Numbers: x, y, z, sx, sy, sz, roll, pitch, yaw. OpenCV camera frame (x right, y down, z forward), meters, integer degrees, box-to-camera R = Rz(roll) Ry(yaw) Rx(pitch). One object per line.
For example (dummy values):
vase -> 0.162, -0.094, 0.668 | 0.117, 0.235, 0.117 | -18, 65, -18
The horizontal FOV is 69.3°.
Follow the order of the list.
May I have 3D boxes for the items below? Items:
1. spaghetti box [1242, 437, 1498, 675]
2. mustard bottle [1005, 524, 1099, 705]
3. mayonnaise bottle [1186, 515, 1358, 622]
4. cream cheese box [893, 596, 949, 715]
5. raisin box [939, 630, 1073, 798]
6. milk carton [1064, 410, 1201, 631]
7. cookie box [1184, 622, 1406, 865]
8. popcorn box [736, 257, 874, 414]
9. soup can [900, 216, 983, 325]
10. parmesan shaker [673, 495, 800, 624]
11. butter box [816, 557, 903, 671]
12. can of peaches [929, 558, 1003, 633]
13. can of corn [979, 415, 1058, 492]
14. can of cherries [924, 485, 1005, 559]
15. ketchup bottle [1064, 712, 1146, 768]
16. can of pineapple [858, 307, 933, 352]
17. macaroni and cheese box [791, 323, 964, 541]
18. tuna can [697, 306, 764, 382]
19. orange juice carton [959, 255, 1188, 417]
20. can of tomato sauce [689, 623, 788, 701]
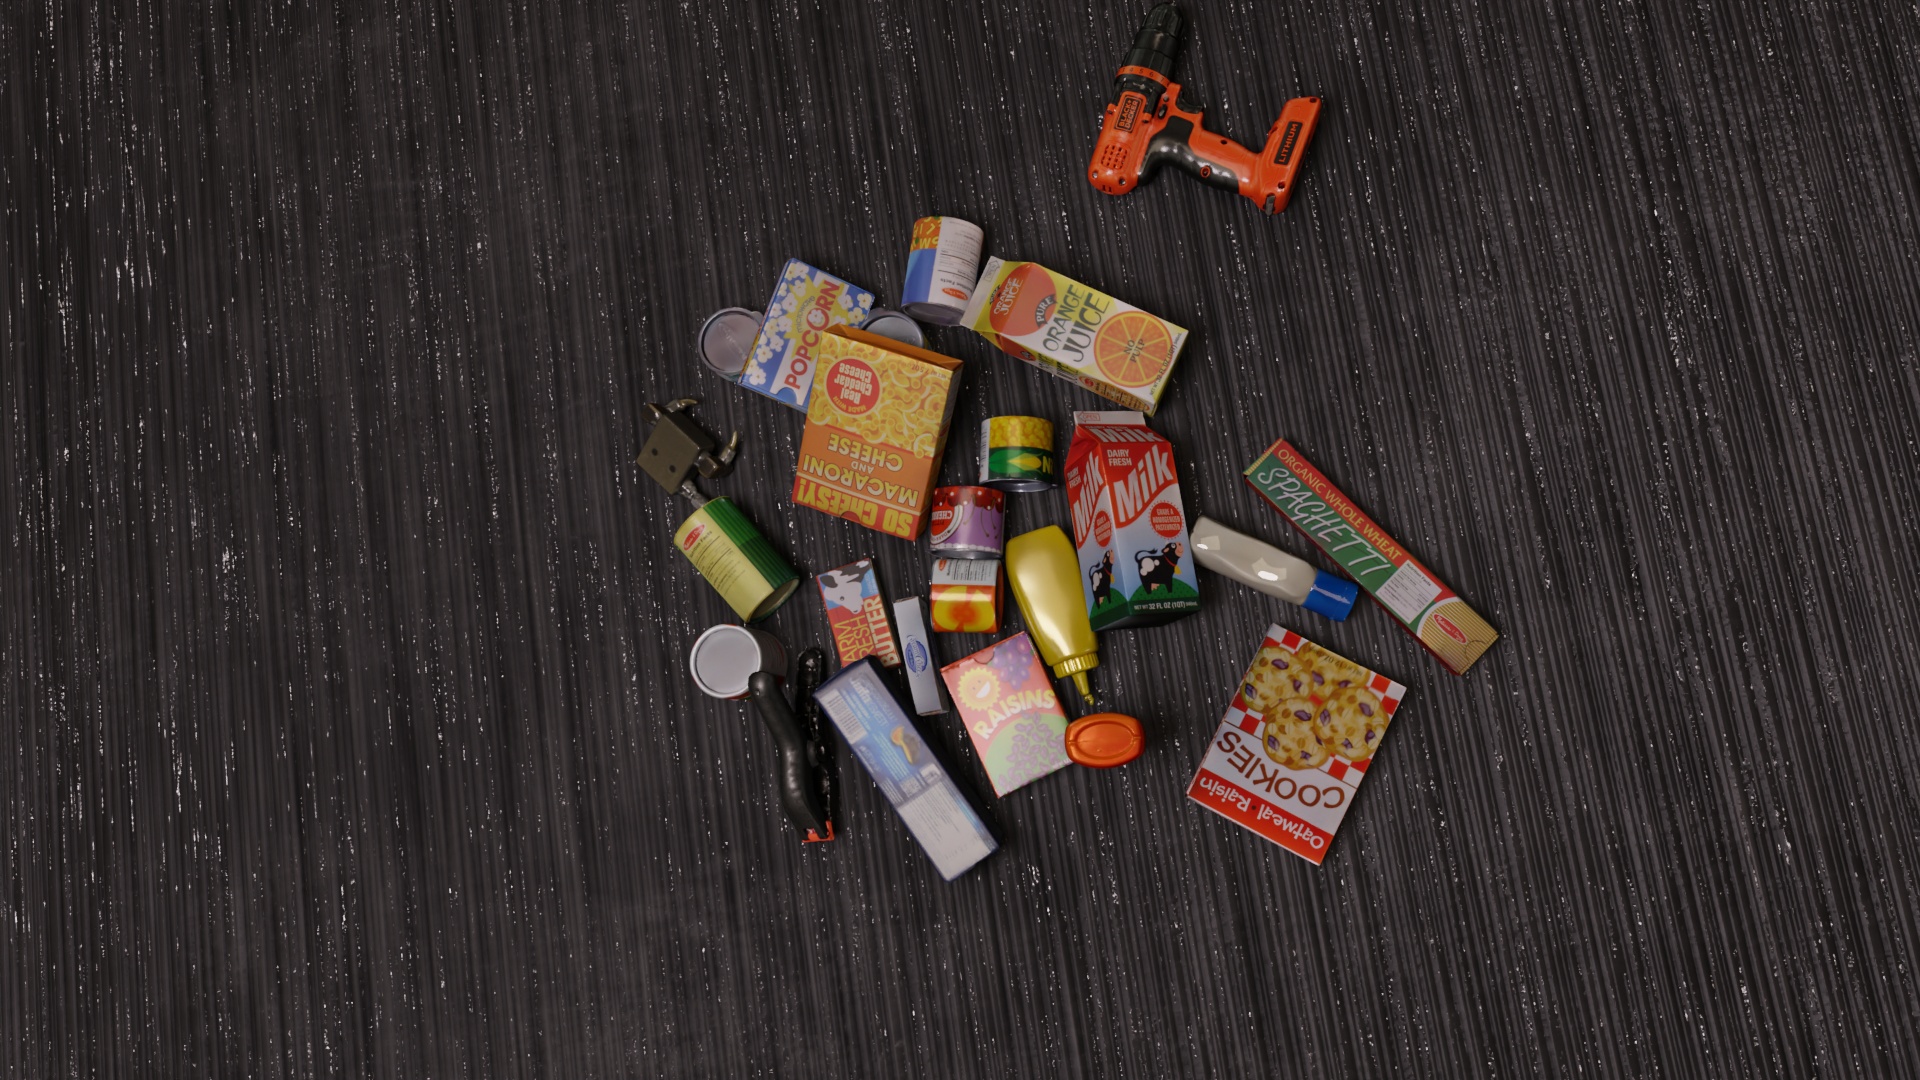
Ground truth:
spaghetti box -> 0.352, 0.012, 1.202 | 0.050, 0.028, 0.250 | -45, 78, 0
mustard bottle -> 0.087, 0.069, 1.223 | 0.065, 0.048, 0.160 | -17, 80, 1
mayonnaise bottle -> 0.267, 0.025, 1.198 | 0.148, 0.064, 0.041 | 24, 85, 7
cream cheese box -> -0.034, 0.104, 1.233 | 0.024, 0.053, 0.104 | -14, 80, 4
raisin box -> 0.046, 0.152, 1.222 | 0.086, 0.040, 0.123 | -26, 78, 5
milk carton -> 0.144, -0.022, 1.200 | 0.072, 0.073, 0.191 | -2, 75, -23
cookie box -> 0.284, 0.173, 1.184 | 0.123, 0.040, 0.167 | 27, 86, 11
popcorn box -> -0.143, -0.185, 1.282 | 0.085, 0.038, 0.127 | 23, 85, -19
soup can -> -0.018, -0.246, 1.277 | 0.071, 0.071, 0.084 | 7, 82, 9
parmesan shaker -> -0.204, 0.020, 1.266 | 0.071, 0.071, 0.103 | -43, 79, 1
butter box -> -0.091, 0.072, 1.261 | 0.053, 0.024, 0.103 | -18, 80, 5
can of peaches -> 0.006, 0.051, 1.230 | 0.058, 0.071, 0.071 | 0, 82, 8
can of corn -> 0.053, -0.076, 1.241 | 0.071, 0.071, 0.058 | 1, 82, 9
can of cherries -> 0.004, -0.016, 1.237 | 0.071, 0.071, 0.058 | 2, 82, 9
ketchup bottle -> 0.122, 0.166, 1.153 | 0.065, 0.148, 0.043 | -5, 82, 7
can of pineapple -> -0.060, -0.173, 1.275 | 0.071, 0.058, 0.071 | -1, 82, 8
macaroni and cheese box -> -0.076, -0.095, 1.238 | 0.124, 0.040, 0.165 | 18, 114, 11
tuna can -> -0.209, -0.186, 1.311 | 0.071, 0.033, 0.071 | -1, 82, 8
orange juice carton -> 0.100, -0.185, 1.238 | 0.193, 0.073, 0.072 | 25, 87, 6
can of tomato sauce -> -0.199, 0.111, 1.241 | 0.071, 0.083, 0.071 | -1, 82, 8
